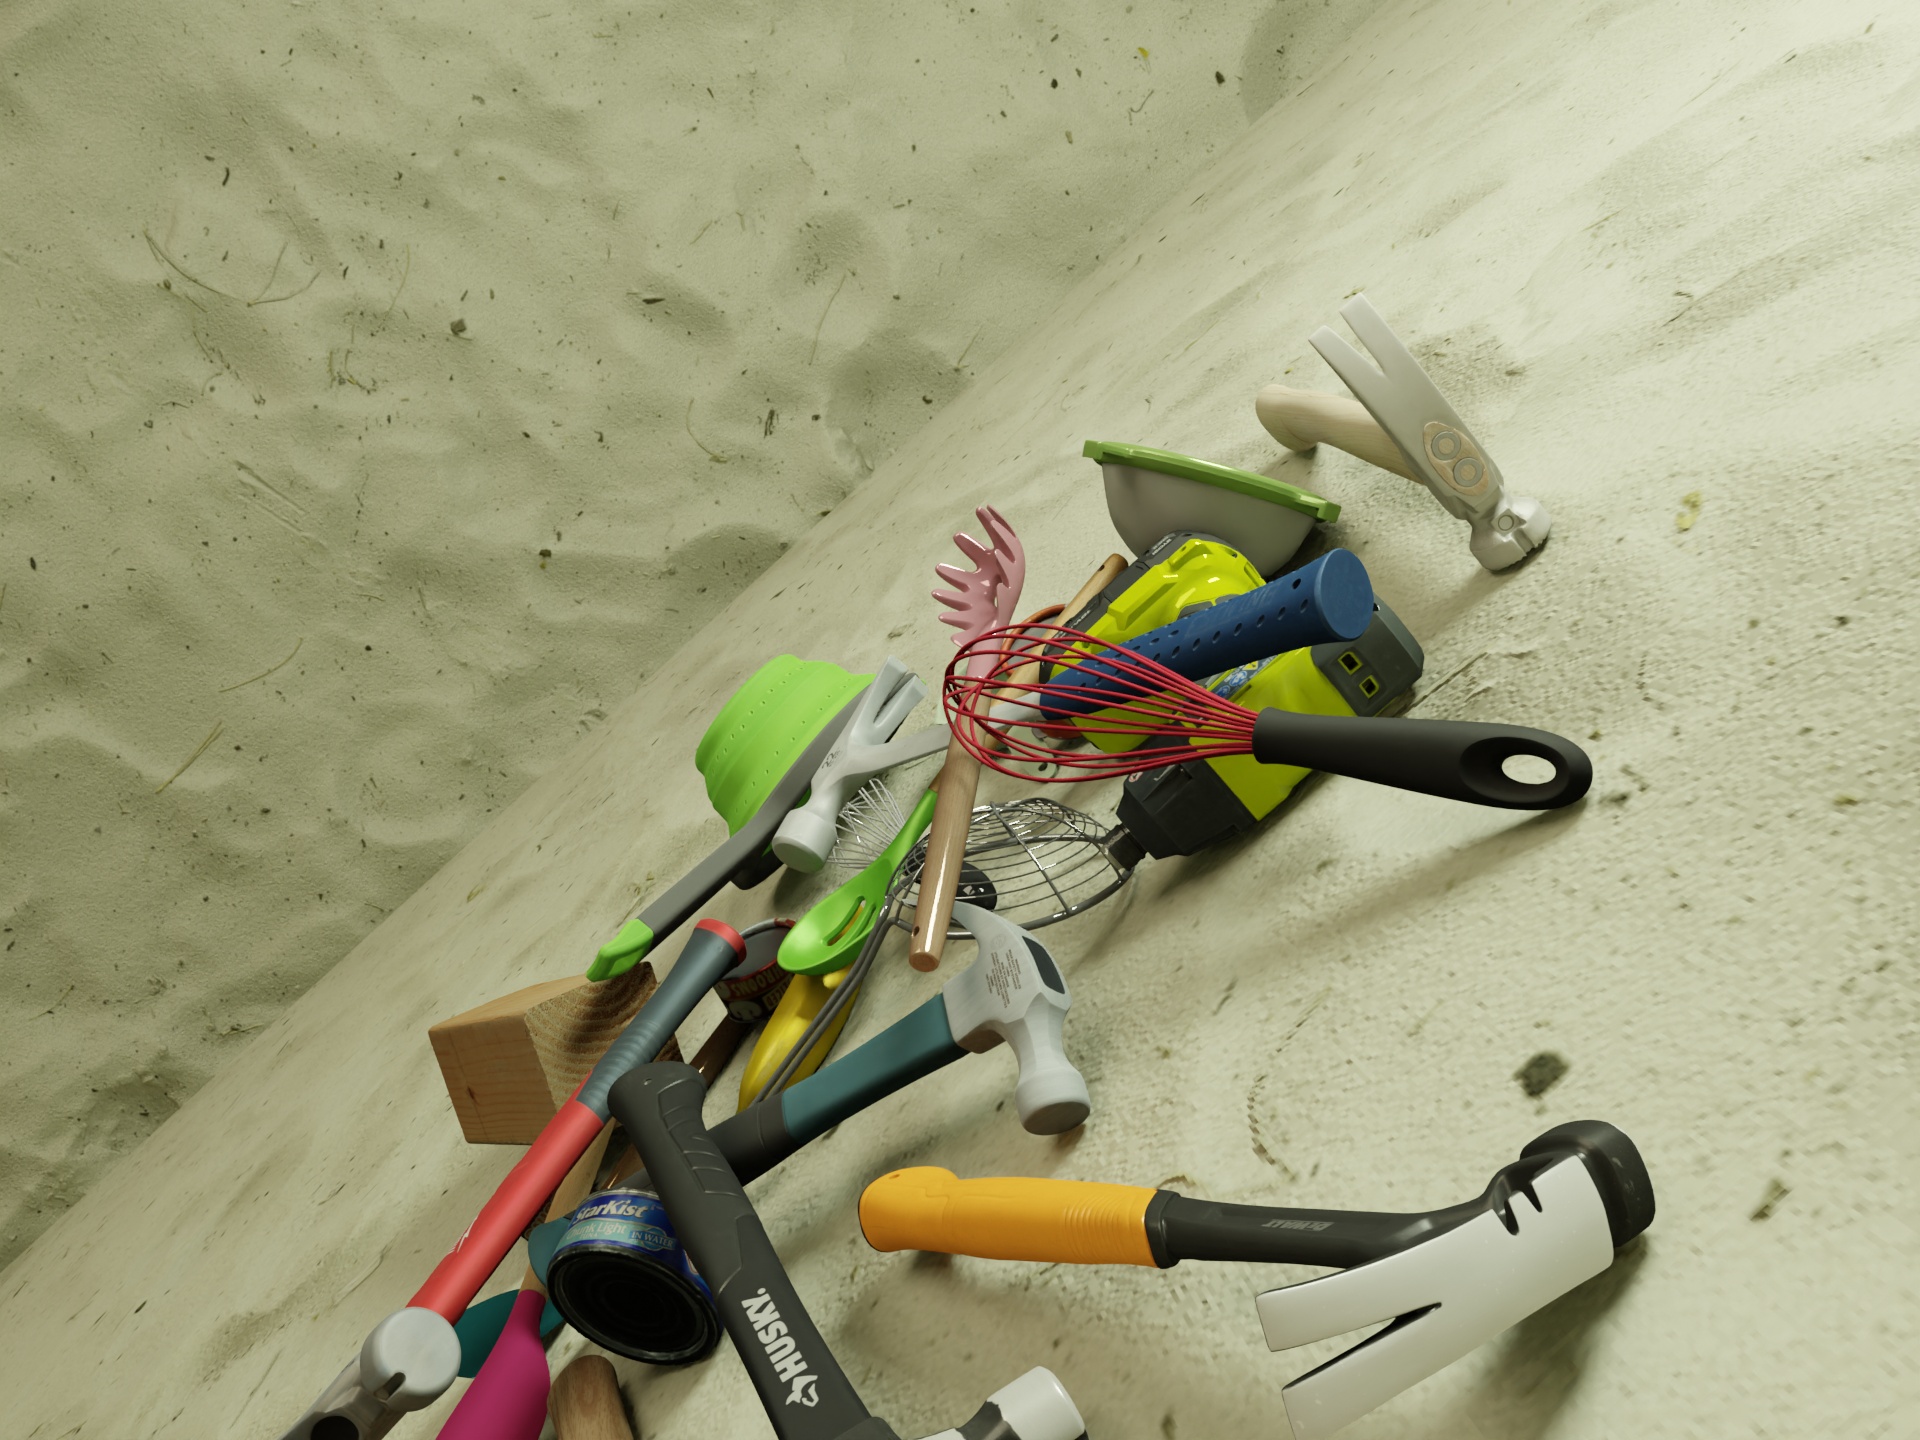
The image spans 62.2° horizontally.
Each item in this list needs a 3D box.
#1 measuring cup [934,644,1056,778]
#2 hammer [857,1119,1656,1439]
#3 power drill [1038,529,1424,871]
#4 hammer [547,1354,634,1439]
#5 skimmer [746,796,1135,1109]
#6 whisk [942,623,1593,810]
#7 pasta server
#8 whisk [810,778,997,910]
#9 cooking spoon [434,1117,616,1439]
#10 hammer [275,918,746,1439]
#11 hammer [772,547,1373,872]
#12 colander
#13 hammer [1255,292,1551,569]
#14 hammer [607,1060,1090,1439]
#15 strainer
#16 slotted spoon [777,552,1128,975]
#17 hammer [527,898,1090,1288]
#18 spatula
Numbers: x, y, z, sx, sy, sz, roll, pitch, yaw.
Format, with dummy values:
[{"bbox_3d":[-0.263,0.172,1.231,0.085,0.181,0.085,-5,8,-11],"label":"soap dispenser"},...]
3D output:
[{"bbox_3d":[0.038,0.007,1.054,0.083,0.038,0.168,-39,32,3],"label":"measuring cup"},{"bbox_3d":[0.046,0.168,0.517,0.127,0.034,0.337,-14,-6,-32],"label":"hammer"},{"bbox_3d":[0.120,-0.015,0.821,0.171,0.080,0.223,-41,18,4],"label":"power drill"},{"bbox_3d":[-0.125,0.323,0.600,0.130,0.031,0.331,-46,15,-13],"label":"hammer"},{"bbox_3d":[-0.056,0.183,0.812,0.363,0.090,0.127,-52,17,3],"label":"skimmer"},{"bbox_3d":[0.109,0.003,0.659,0.296,0.073,0.073,8,47,36],"label":"whisk"},{"bbox_3d":[-0.001,-0.003,0.786,0.060,0.040,0.316,-47,20,36],"label":"pasta server"},{"bbox_3d":[-0.039,0.083,0.995,0.070,0.070,0.285,-45,21,-10],"label":"whisk"},{"bbox_3d":[-0.219,0.284,0.839,0.069,0.017,0.319,-20,26,17],"label":"cooking spoon"},{"bbox_3d":[-0.212,0.224,0.822,0.143,0.038,0.386,-44,6,29],"label":"hammer"},{"bbox_3d":[0.043,-0.014,0.820,0.405,0.035,0.144,-20,35,51],"label":"hammer"},{"bbox_3d":[-0.161,0.050,1.108,0.204,0.094,0.397,-54,-6,33],"label":"colander"},{"bbox_3d":[0.219,-0.181,0.933,0.038,0.146,0.411,-41,11,9],"label":"hammer"},{"bbox_3d":[-0.089,0.214,0.610,0.146,0.035,0.335,-26,22,-17],"label":"hammer"},{"bbox_3d":[0.152,-0.122,1.024,0.256,0.151,0.069,-19,-55,-82],"label":"strainer"},{"bbox_3d":[0.004,0.025,0.921,0.314,0.031,0.070,-52,26,-12],"label":"slotted spoon"},{"bbox_3d":[-0.086,0.191,0.741,0.331,0.033,0.128,-35,46,24],"label":"hammer"},{"bbox_3d":[-0.196,0.255,0.934,0.082,0.044,0.318,-6,34,37],"label":"spatula"}]
